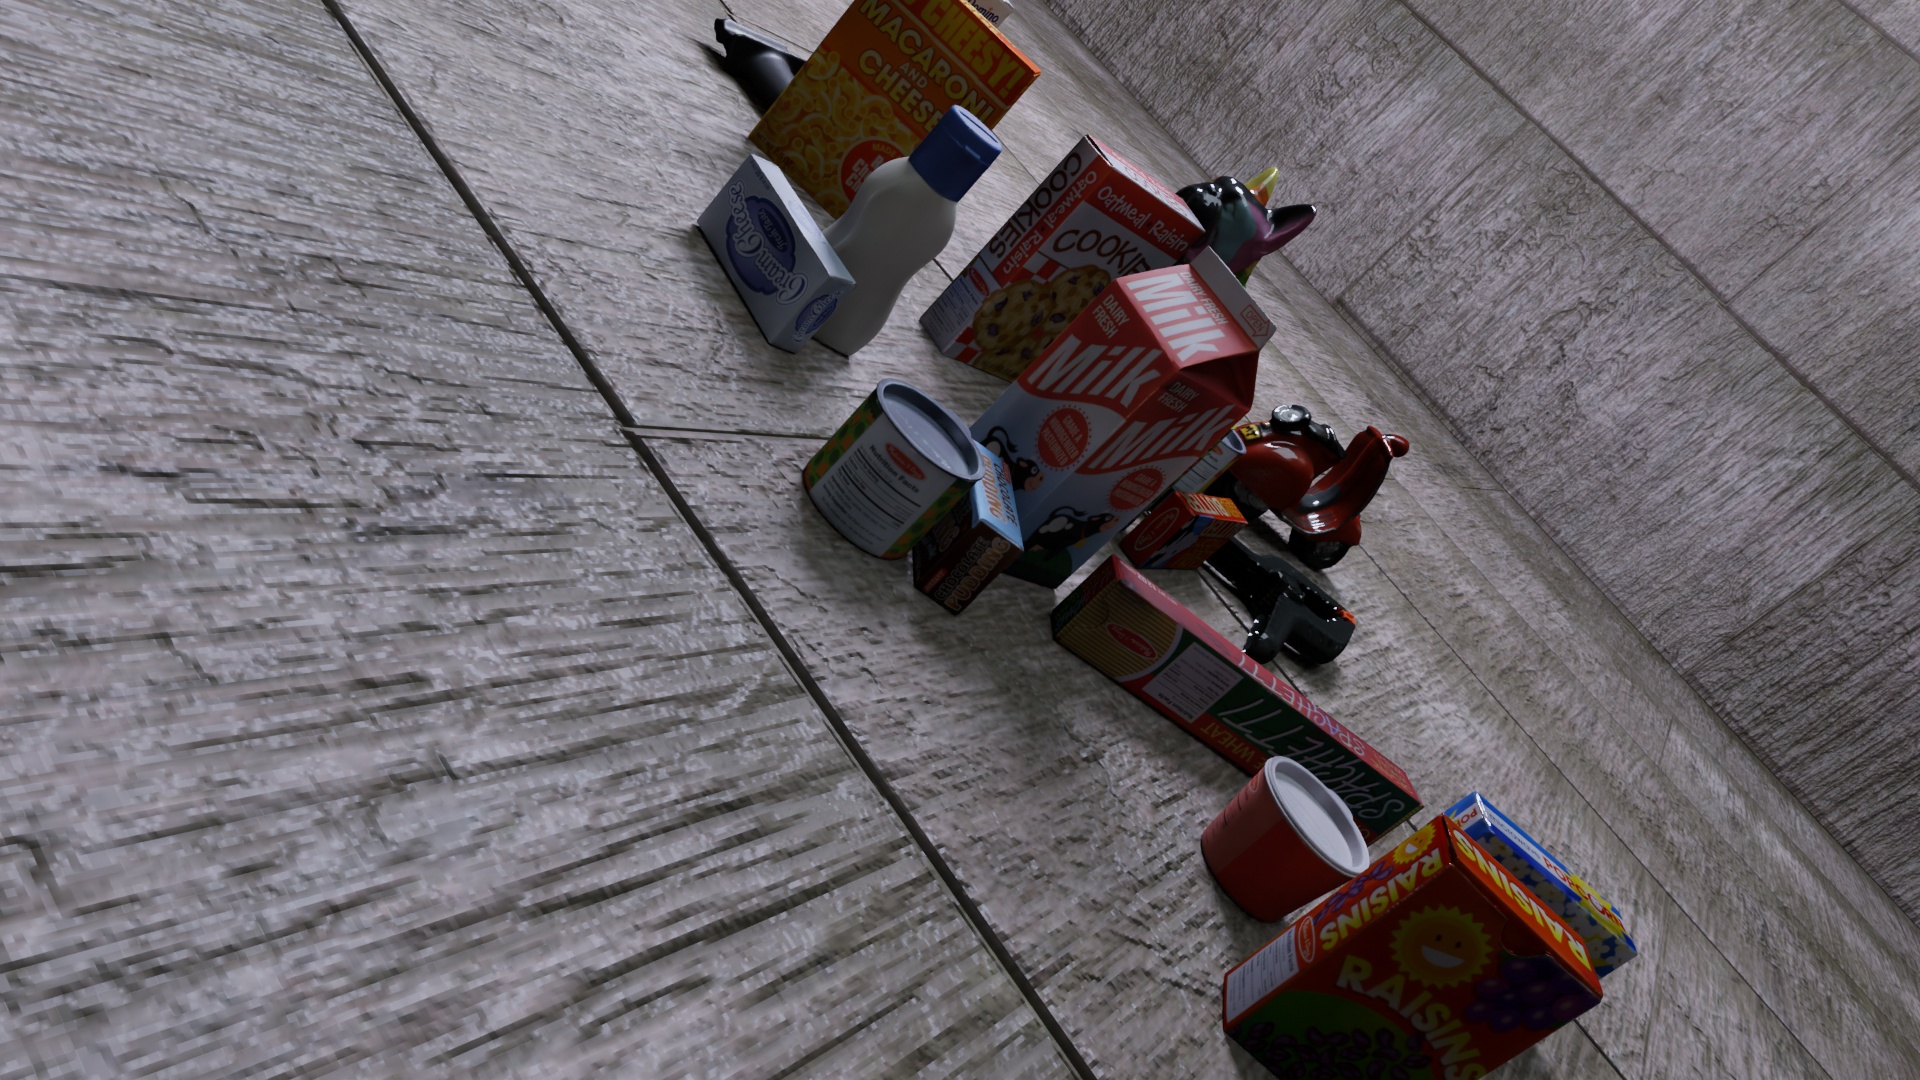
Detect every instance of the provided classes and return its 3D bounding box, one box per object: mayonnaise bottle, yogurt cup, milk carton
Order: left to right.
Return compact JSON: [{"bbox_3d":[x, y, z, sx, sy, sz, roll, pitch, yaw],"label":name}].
[{"bbox_3d":[-0.038,-0.173,0.771,0.064,0.147,0.041,32,25,-29],"label":"mayonnaise bottle"},{"bbox_3d":[0.079,-0.066,0.731,0.073,0.190,0.072,19,33,-47],"label":"milk carton"},{"bbox_3d":[0.154,0.147,0.671,0.072,0.053,0.073,37,23,-19],"label":"yogurt cup"}]

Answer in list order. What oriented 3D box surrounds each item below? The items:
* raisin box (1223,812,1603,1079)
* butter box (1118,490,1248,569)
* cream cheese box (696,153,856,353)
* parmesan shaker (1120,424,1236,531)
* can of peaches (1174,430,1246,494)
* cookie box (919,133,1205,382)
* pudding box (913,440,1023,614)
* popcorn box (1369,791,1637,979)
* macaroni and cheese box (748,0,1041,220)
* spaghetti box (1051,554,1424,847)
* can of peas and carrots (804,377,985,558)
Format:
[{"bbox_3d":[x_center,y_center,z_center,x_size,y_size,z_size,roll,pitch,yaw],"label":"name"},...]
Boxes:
[{"bbox_3d":[0.181,0.181,0.566,0.086,0.123,0.040,42,22,-6],"label":"raisin box"},{"bbox_3d":[0.151,-0.006,0.931,0.024,0.053,0.103,54,24,21],"label":"butter box"},{"bbox_3d":[-0.102,-0.157,0.758,0.024,0.053,0.104,12,39,-53],"label":"cream cheese box"},{"bbox_3d":[0.122,-0.062,0.913,0.071,0.102,0.071,37,23,-19],"label":"parmesan shaker"},{"bbox_3d":[0.181,-0.074,1.094,0.071,0.058,0.071,37,23,-19],"label":"can of peaches"},{"bbox_3d":[0.070,-0.183,0.950,0.123,0.167,0.040,15,37,-51],"label":"cookie box"},{"bbox_3d":[0.002,-0.009,0.685,0.030,0.049,0.084,35,24,-23],"label":"pudding box"},{"bbox_3d":[0.298,0.207,0.772,0.126,0.085,0.038,39,23,-15],"label":"popcorn box"},{"bbox_3d":[-0.046,-0.299,0.952,0.123,0.166,0.040,42,22,-7],"label":"macaroni and cheese box"},{"bbox_3d":[0.157,0.095,0.771,0.250,0.050,0.029,35,24,-22],"label":"spaghetti box"},{"bbox_3d":[-0.031,-0.034,0.661,0.071,0.058,0.071,37,23,-19],"label":"can of peas and carrots"}]
